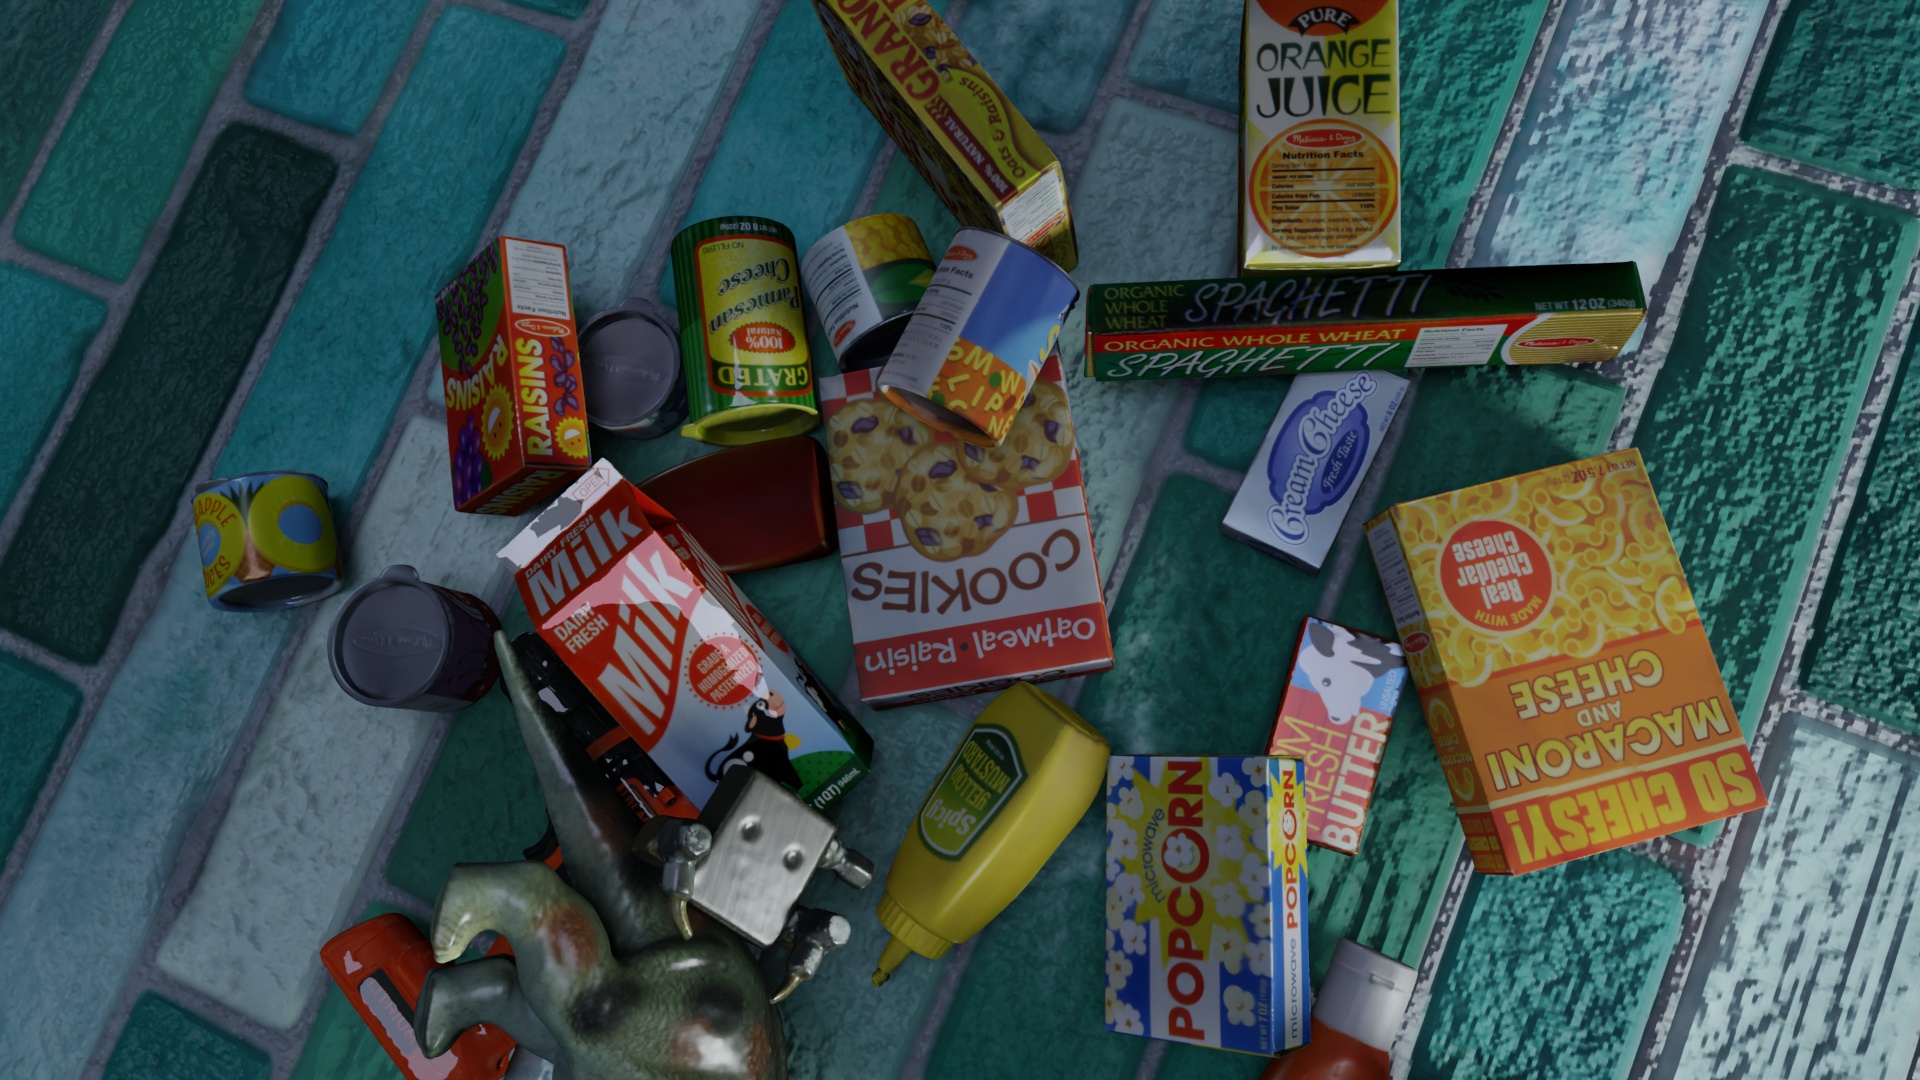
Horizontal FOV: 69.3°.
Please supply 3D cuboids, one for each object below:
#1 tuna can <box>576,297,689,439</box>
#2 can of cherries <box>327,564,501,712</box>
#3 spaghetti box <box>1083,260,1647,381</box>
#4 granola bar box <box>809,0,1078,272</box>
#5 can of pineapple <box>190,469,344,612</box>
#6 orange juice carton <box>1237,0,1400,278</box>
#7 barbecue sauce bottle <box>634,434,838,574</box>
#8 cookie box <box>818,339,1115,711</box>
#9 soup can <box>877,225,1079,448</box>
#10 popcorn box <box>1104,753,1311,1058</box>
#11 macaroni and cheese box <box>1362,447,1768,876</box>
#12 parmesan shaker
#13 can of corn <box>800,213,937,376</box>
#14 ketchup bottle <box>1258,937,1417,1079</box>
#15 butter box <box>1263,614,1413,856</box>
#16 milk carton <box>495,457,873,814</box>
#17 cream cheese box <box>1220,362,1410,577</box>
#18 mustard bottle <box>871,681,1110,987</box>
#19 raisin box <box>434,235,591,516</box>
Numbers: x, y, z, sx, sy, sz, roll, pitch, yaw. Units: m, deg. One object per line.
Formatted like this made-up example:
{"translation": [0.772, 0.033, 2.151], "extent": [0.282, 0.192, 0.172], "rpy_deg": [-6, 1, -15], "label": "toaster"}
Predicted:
{"translation": [-0.174, -0.091, 0.738], "extent": [0.071, 0.033, 0.071], "rpy_deg": [-2, 79, 9], "label": "tuna can"}
{"translation": [-0.277, 0.052, 0.714], "extent": [0.071, 0.058, 0.071], "rpy_deg": [-2, 79, 10], "label": "can of cherries"}
{"translation": [0.182, -0.102, 0.650], "extent": [0.250, 0.050, 0.029], "rpy_deg": [-1, 70, 6], "label": "spaghetti box"}
{"translation": [-0.008, -0.208, 0.688], "extent": [0.039, 0.124, 0.166], "rpy_deg": [-37, 76, 1], "label": "granola bar box"}
{"translation": [-0.367, 0.001, 0.733], "extent": [0.071, 0.071, 0.058], "rpy_deg": [-18, 77, 6], "label": "can of pineapple"}
{"translation": [0.175, -0.213, 0.686], "extent": [0.073, 0.071, 0.193], "rpy_deg": [1, 80, 9], "label": "orange juice carton"}
{"translation": [-0.140, -0.011, 0.712], "extent": [0.148, 0.043, 0.065], "rpy_deg": [-11, 78, 8], "label": "barbecue sauce bottle"}
{"translation": [0.002, -0.009, 0.691], "extent": [0.123, 0.040, 0.167], "rpy_deg": [-10, 77, 7], "label": "cookie box"}
{"translation": [0.010, -0.093, 0.654], "extent": [0.071, 0.071, 0.084], "rpy_deg": [26, 83, 13], "label": "soup can"}
{"translation": [0.110, 0.160, 0.624], "extent": [0.085, 0.038, 0.127], "rpy_deg": [-7, 76, 39], "label": "popcorn box"}
{"translation": [0.269, 0.053, 0.626], "extent": [0.124, 0.040, 0.166], "rpy_deg": [-13, 78, -6], "label": "macaroni and cheese box"}
{"translation": [-0.114, -0.107, 0.713], "extent": [0.071, 0.071, 0.103], "rpy_deg": [-11, 78, 7], "label": "parmesan shaker"}
{"translation": [-0.039, -0.125, 0.708], "extent": [0.071, 0.071, 0.058], "rpy_deg": [-24, 76, 4], "label": "can of corn"}
{"translation": [0.158, 0.252, 0.613], "extent": [0.065, 0.043, 0.149], "rpy_deg": [24, 83, 4], "label": "ketchup bottle"}
{"translation": [0.173, 0.091, 0.652], "extent": [0.053, 0.024, 0.103], "rpy_deg": [17, 82, 11], "label": "butter box"}
{"translation": [-0.129, 0.055, 0.655], "extent": [0.072, 0.073, 0.190], "rpy_deg": [-42, 94, 1], "label": "milk carton"}
{"translation": [0.172, -0.040, 0.678], "extent": [0.053, 0.024, 0.104], "rpy_deg": [25, 84, 14], "label": "cream cheese box"}
{"translation": [0.004, 0.145, 0.649], "extent": [0.160, 0.048, 0.065], "rpy_deg": [-55, 37, 1], "label": "mustard bottle"}
{"translation": [-0.234, -0.083, 0.723], "extent": [0.086, 0.040, 0.123], "rpy_deg": [-22, 73, 44], "label": "raisin box"}
